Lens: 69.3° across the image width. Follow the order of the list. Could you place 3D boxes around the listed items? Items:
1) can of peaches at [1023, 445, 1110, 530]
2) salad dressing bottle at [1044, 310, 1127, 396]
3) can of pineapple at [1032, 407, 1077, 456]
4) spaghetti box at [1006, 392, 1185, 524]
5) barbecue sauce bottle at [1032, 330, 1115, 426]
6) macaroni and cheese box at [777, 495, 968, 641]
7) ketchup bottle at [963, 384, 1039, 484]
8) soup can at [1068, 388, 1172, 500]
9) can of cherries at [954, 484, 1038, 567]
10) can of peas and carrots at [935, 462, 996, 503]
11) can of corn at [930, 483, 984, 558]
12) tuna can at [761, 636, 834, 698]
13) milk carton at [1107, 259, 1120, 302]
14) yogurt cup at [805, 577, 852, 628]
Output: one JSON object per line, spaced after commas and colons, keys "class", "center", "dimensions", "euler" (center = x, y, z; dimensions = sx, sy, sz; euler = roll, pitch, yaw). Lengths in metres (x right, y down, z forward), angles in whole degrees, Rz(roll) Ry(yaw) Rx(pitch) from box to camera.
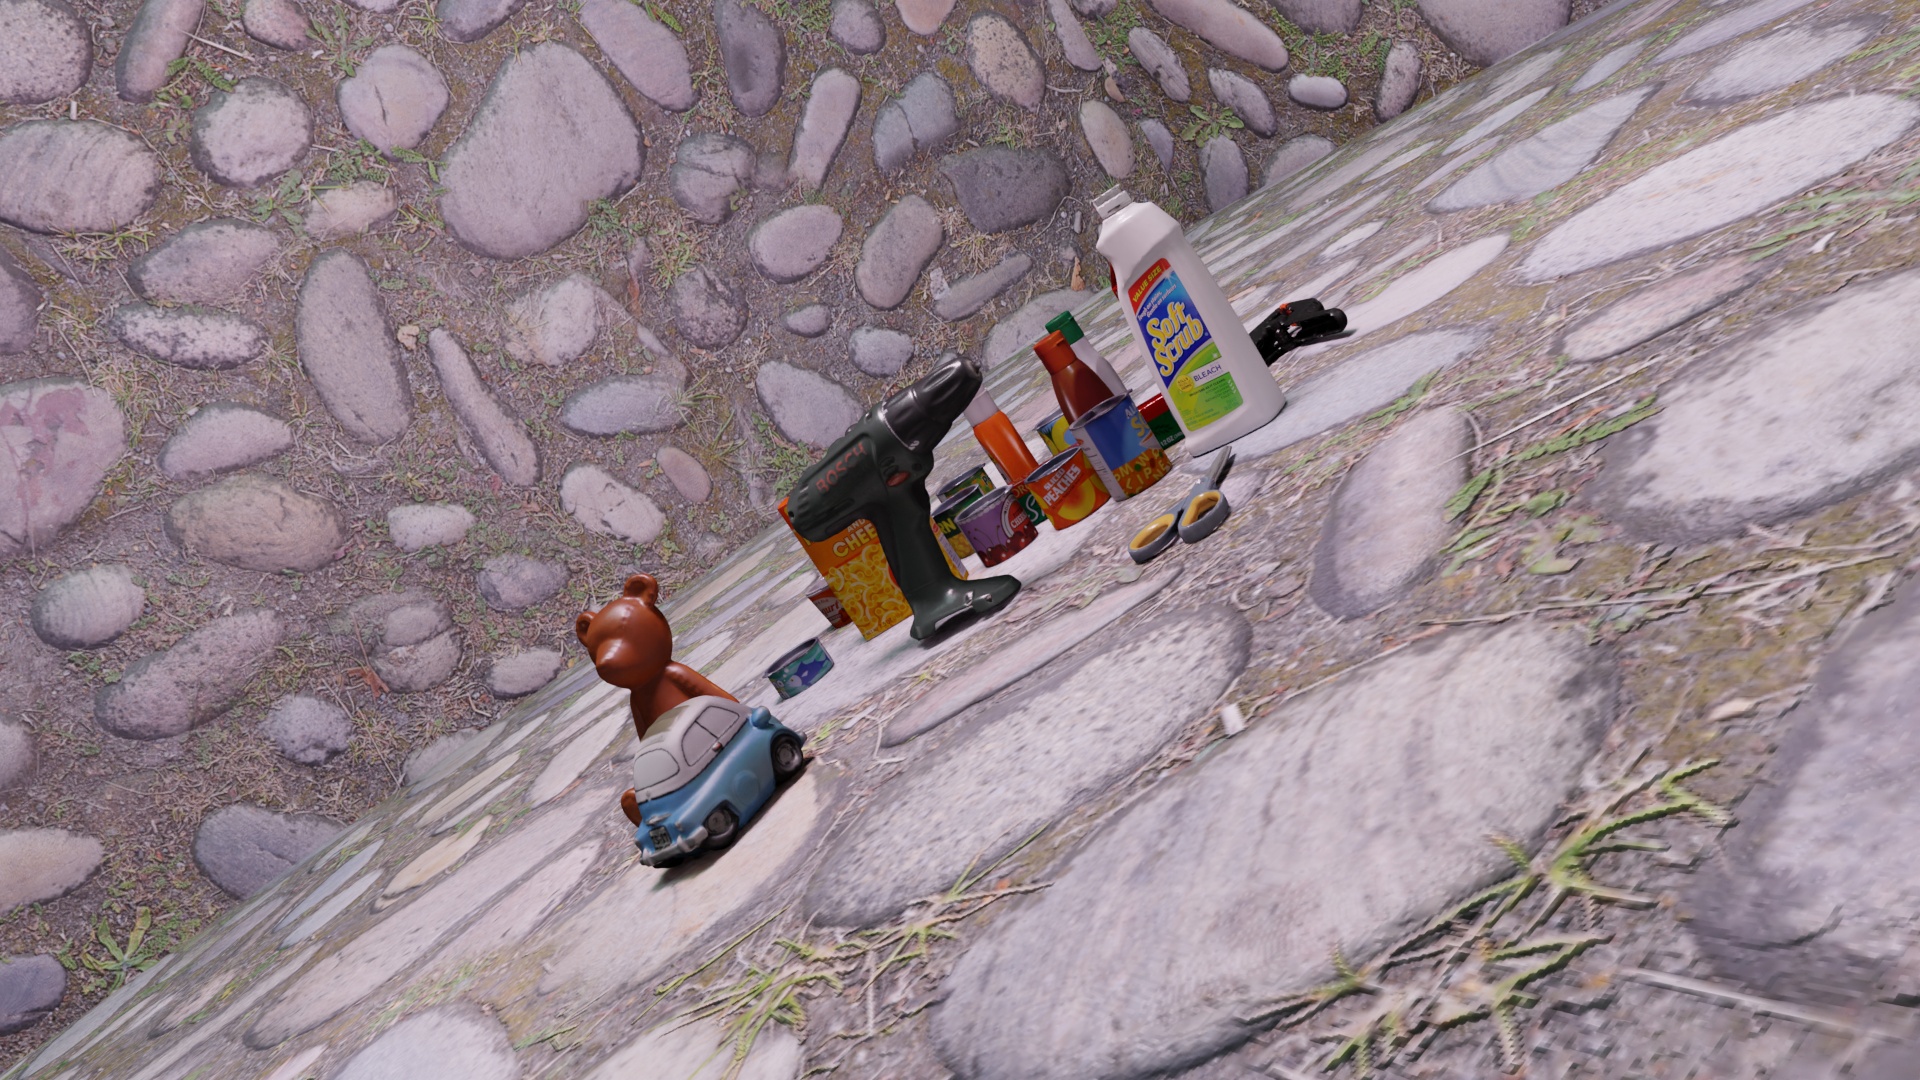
{"class": "can of peaches", "center": [0.105, -0.051, 1.363], "dimensions": [0.071, 0.058, 0.071], "euler": [-32, 9, 6]}
{"class": "salad dressing bottle", "center": [0.160, -0.219, 1.749], "dimensions": [0.044, 0.147, 0.064], "euler": [-26, 12, 40]}
{"class": "can of pineapple", "center": [0.130, -0.129, 1.671], "dimensions": [0.071, 0.058, 0.071], "euler": [-32, 9, 6]}
{"class": "spaghetti box", "center": [0.159, -0.094, 1.426], "dimensions": [0.249, 0.050, 0.029], "euler": [-31, 10, 15]}
{"class": "barbecue sauce bottle", "center": [0.135, -0.163, 1.550], "dimensions": [0.065, 0.148, 0.043], "euler": [-39, 10, -29]}
{"class": "macaroni and cheese box", "center": [-0.088, 0.001, 1.413], "dimensions": [0.123, 0.166, 0.040], "euler": [-32, 9, 11]}
{"class": "ketchup bottle", "center": [0.049, -0.106, 1.547], "dimensions": [0.043, 0.148, 0.065], "euler": [-33, 9, 2]}
{"class": "soup can", "center": [0.155, -0.091, 1.321], "dimensions": [0.071, 0.083, 0.071], "euler": [-32, 9, 6]}
{"class": "can of cherries", "center": [0.038, -0.015, 1.403], "dimensions": [0.071, 0.058, 0.071], "euler": [-32, 9, 6]}
{"class": "can of peas and carrots", "center": [0.015, -0.050, 1.651], "dimensions": [0.071, 0.058, 0.071], "euler": [-32, 9, 6]}
{"class": "can of corn", "center": [0.005, -0.019, 1.531], "dimensions": [0.071, 0.058, 0.071], "euler": [-32, 9, 6]}
{"class": "tuna can", "center": [-0.166, 0.132, 1.418], "dimensions": [0.071, 0.033, 0.071], "euler": [-32, 9, 6]}
{"class": "milk carton", "center": [0.243, -0.271, 1.609], "dimensions": [0.072, 0.190, 0.073], "euler": [-36, 9, -14]}
{"class": "yogurt cup", "center": [-0.136, 0.064, 1.593], "dimensions": [0.072, 0.054, 0.072], "euler": [-32, 9, 6]}
